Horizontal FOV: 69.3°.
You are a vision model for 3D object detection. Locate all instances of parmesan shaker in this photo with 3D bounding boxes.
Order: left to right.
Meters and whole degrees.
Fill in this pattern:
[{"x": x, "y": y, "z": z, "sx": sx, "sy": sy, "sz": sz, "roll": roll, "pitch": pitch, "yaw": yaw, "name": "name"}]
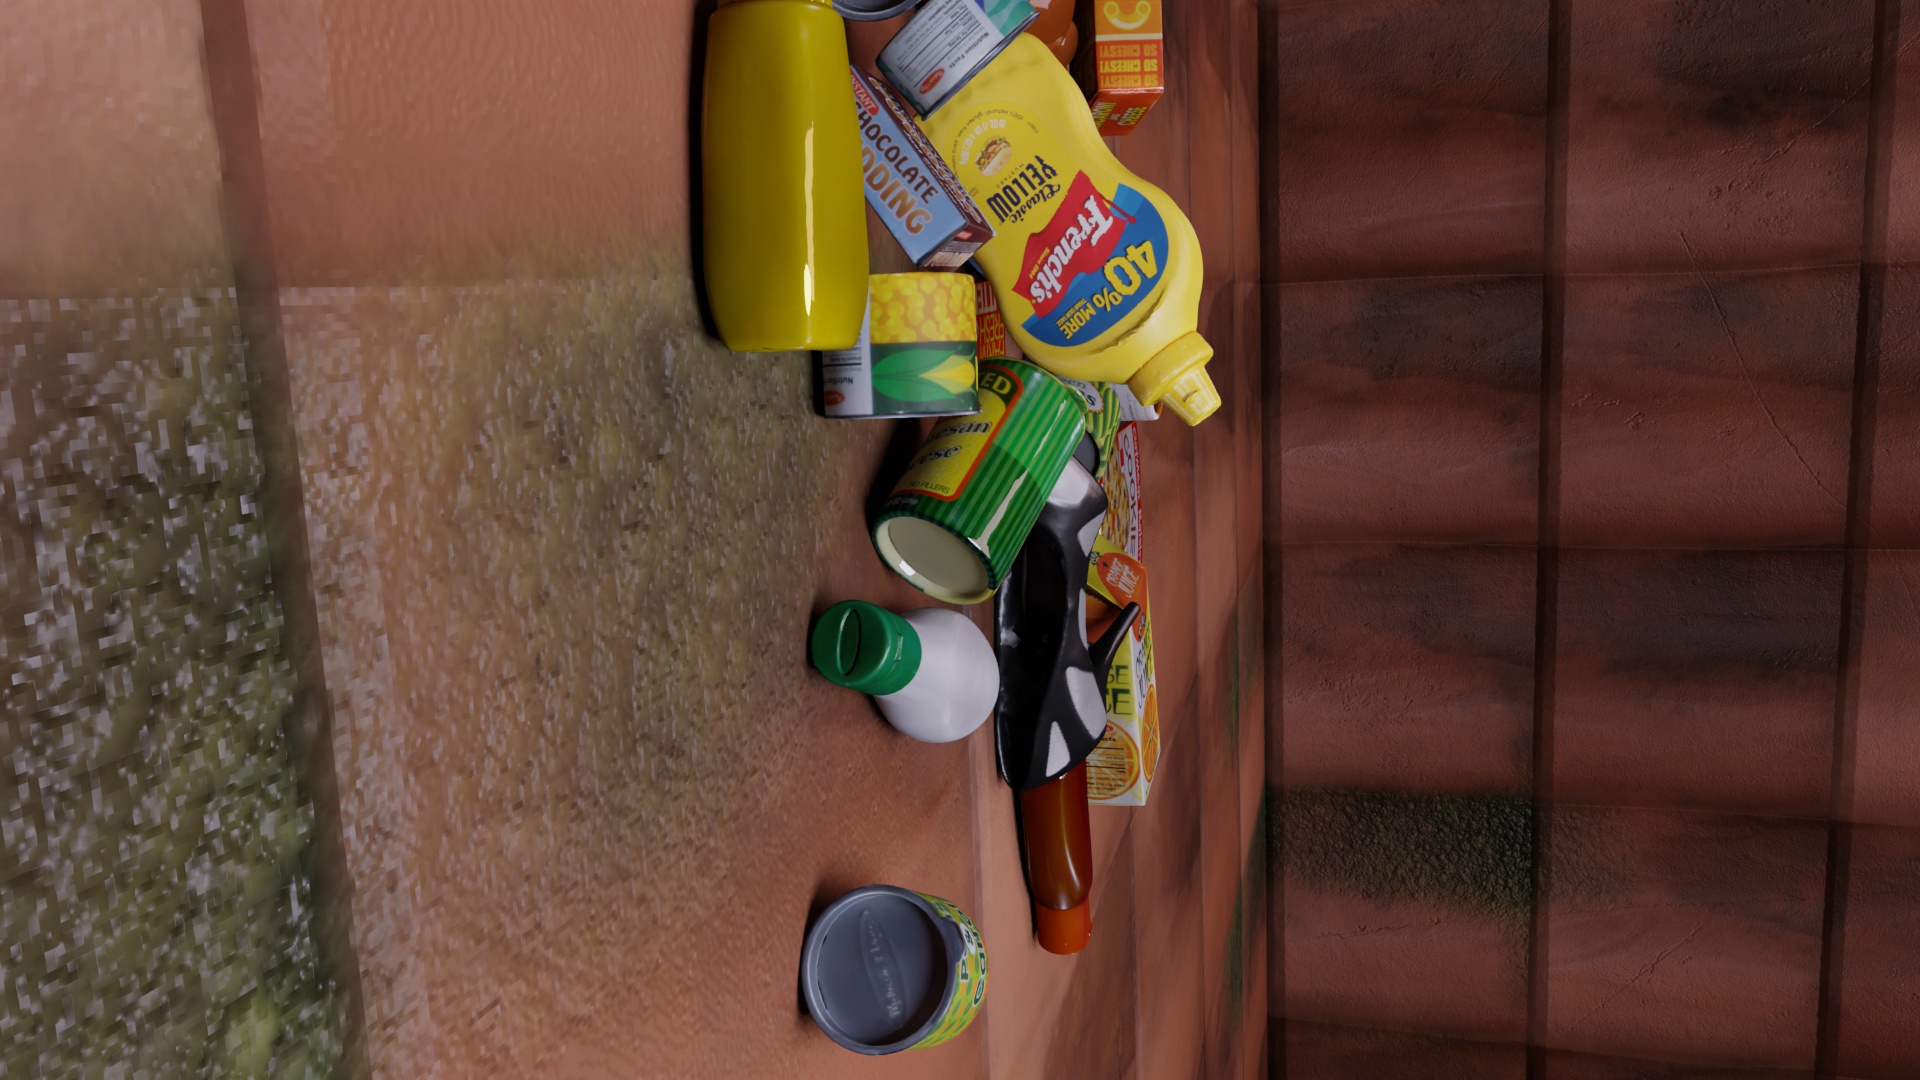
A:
[{"x": 0.011, "y": -0.029, "z": 0.658, "sx": 0.103, "sy": 0.071, "sz": 0.071, "roll": -60, "pitch": 149, "yaw": -32, "name": "parmesan shaker"}]

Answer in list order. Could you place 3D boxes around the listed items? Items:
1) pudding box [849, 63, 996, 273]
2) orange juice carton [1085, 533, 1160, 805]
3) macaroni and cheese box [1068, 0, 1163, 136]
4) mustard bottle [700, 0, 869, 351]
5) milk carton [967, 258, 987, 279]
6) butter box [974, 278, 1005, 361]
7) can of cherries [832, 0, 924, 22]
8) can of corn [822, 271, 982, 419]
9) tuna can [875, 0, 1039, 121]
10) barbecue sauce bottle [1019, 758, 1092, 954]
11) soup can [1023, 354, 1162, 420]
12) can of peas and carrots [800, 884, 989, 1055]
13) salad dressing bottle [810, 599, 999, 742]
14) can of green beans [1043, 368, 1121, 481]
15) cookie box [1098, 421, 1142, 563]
[{"x": -0.024, "y": -0.153, "z": 0.579, "sx": 0.084, "sy": 0.030, "sz": 0.050, "roll": 55, "pitch": 16, "yaw": 4, "name": "pudding box"}, {"x": 0.091, "y": 0.082, "z": 0.956, "sx": 0.072, "sy": 0.073, "sz": 0.191, "roll": -56, "pitch": 142, "yaw": -61, "name": "orange juice carton"}, {"x": 0.084, "y": -0.325, "z": 0.789, "sx": 0.124, "sy": 0.040, "sz": 0.166, "roll": -111, "pitch": -162, "yaw": -85, "name": "macaroni and cheese box"}, {"x": -0.063, "y": -0.147, "z": 0.489, "sx": 0.065, "sy": 0.049, "sz": 0.160, "roll": -19, "pitch": 107, "yaw": -73, "name": "mustard bottle"}, {"x": 0.074, "y": -0.164, "z": 0.818, "sx": 0.190, "sy": 0.073, "sz": 0.072, "roll": 35, "pitch": 55, "yaw": -51, "name": "milk carton"}, {"x": 0.000, "y": -0.111, "z": 0.736, "sx": 0.104, "sy": 0.024, "sz": 0.053, "roll": -37, "pitch": 126, "yaw": -68, "name": "butter box"}, {"x": -0.033, "y": -0.251, "z": 0.562, "sx": 0.059, "sy": 0.071, "sz": 0.071, "roll": -62, "pitch": 148, "yaw": -58, "name": "can of cherries"}, {"x": -0.023, "y": -0.081, "z": 0.584, "sx": 0.071, "sy": 0.071, "sz": 0.058, "roll": -22, "pitch": 111, "yaw": -72, "name": "can of corn"}, {"x": -0.001, "y": -0.212, "z": 0.586, "sx": 0.033, "sy": 0.071, "sz": 0.071, "roll": 48, "pitch": 31, "yaw": -12, "name": "tuna can"}, {"x": 0.065, "y": 0.203, "z": 0.922, "sx": 0.065, "sy": 0.043, "sz": 0.148, "roll": -53, "pitch": 140, "yaw": -63, "name": "barbecue sauce bottle"}, {"x": 0.091, "y": -0.114, "z": 0.933, "sx": 0.071, "sy": 0.084, "sz": 0.071, "roll": -1, "pitch": 91, "yaw": -73, "name": "soup can"}, {"x": -0.024, "y": 0.179, "z": 0.584, "sx": 0.058, "sy": 0.071, "sz": 0.071, "roll": 49, "pitch": 44, "yaw": -66, "name": "can of peas and carrots"}, {"x": -0.023, "y": 0.057, "z": 0.634, "sx": 0.147, "sy": 0.044, "sz": 0.064, "roll": 37, "pitch": 57, "yaw": -68, "name": "salad dressing bottle"}, {"x": 0.065, "y": -0.069, "z": 0.878, "sx": 0.058, "sy": 0.071, "sz": 0.071, "roll": -67, "pitch": 152, "yaw": -51, "name": "can of green beans"}, {"x": 0.106, "y": -0.021, "z": 1.056, "sx": 0.168, "sy": 0.040, "sz": 0.122, "roll": -35, "pitch": 123, "yaw": -70, "name": "cookie box"}]
